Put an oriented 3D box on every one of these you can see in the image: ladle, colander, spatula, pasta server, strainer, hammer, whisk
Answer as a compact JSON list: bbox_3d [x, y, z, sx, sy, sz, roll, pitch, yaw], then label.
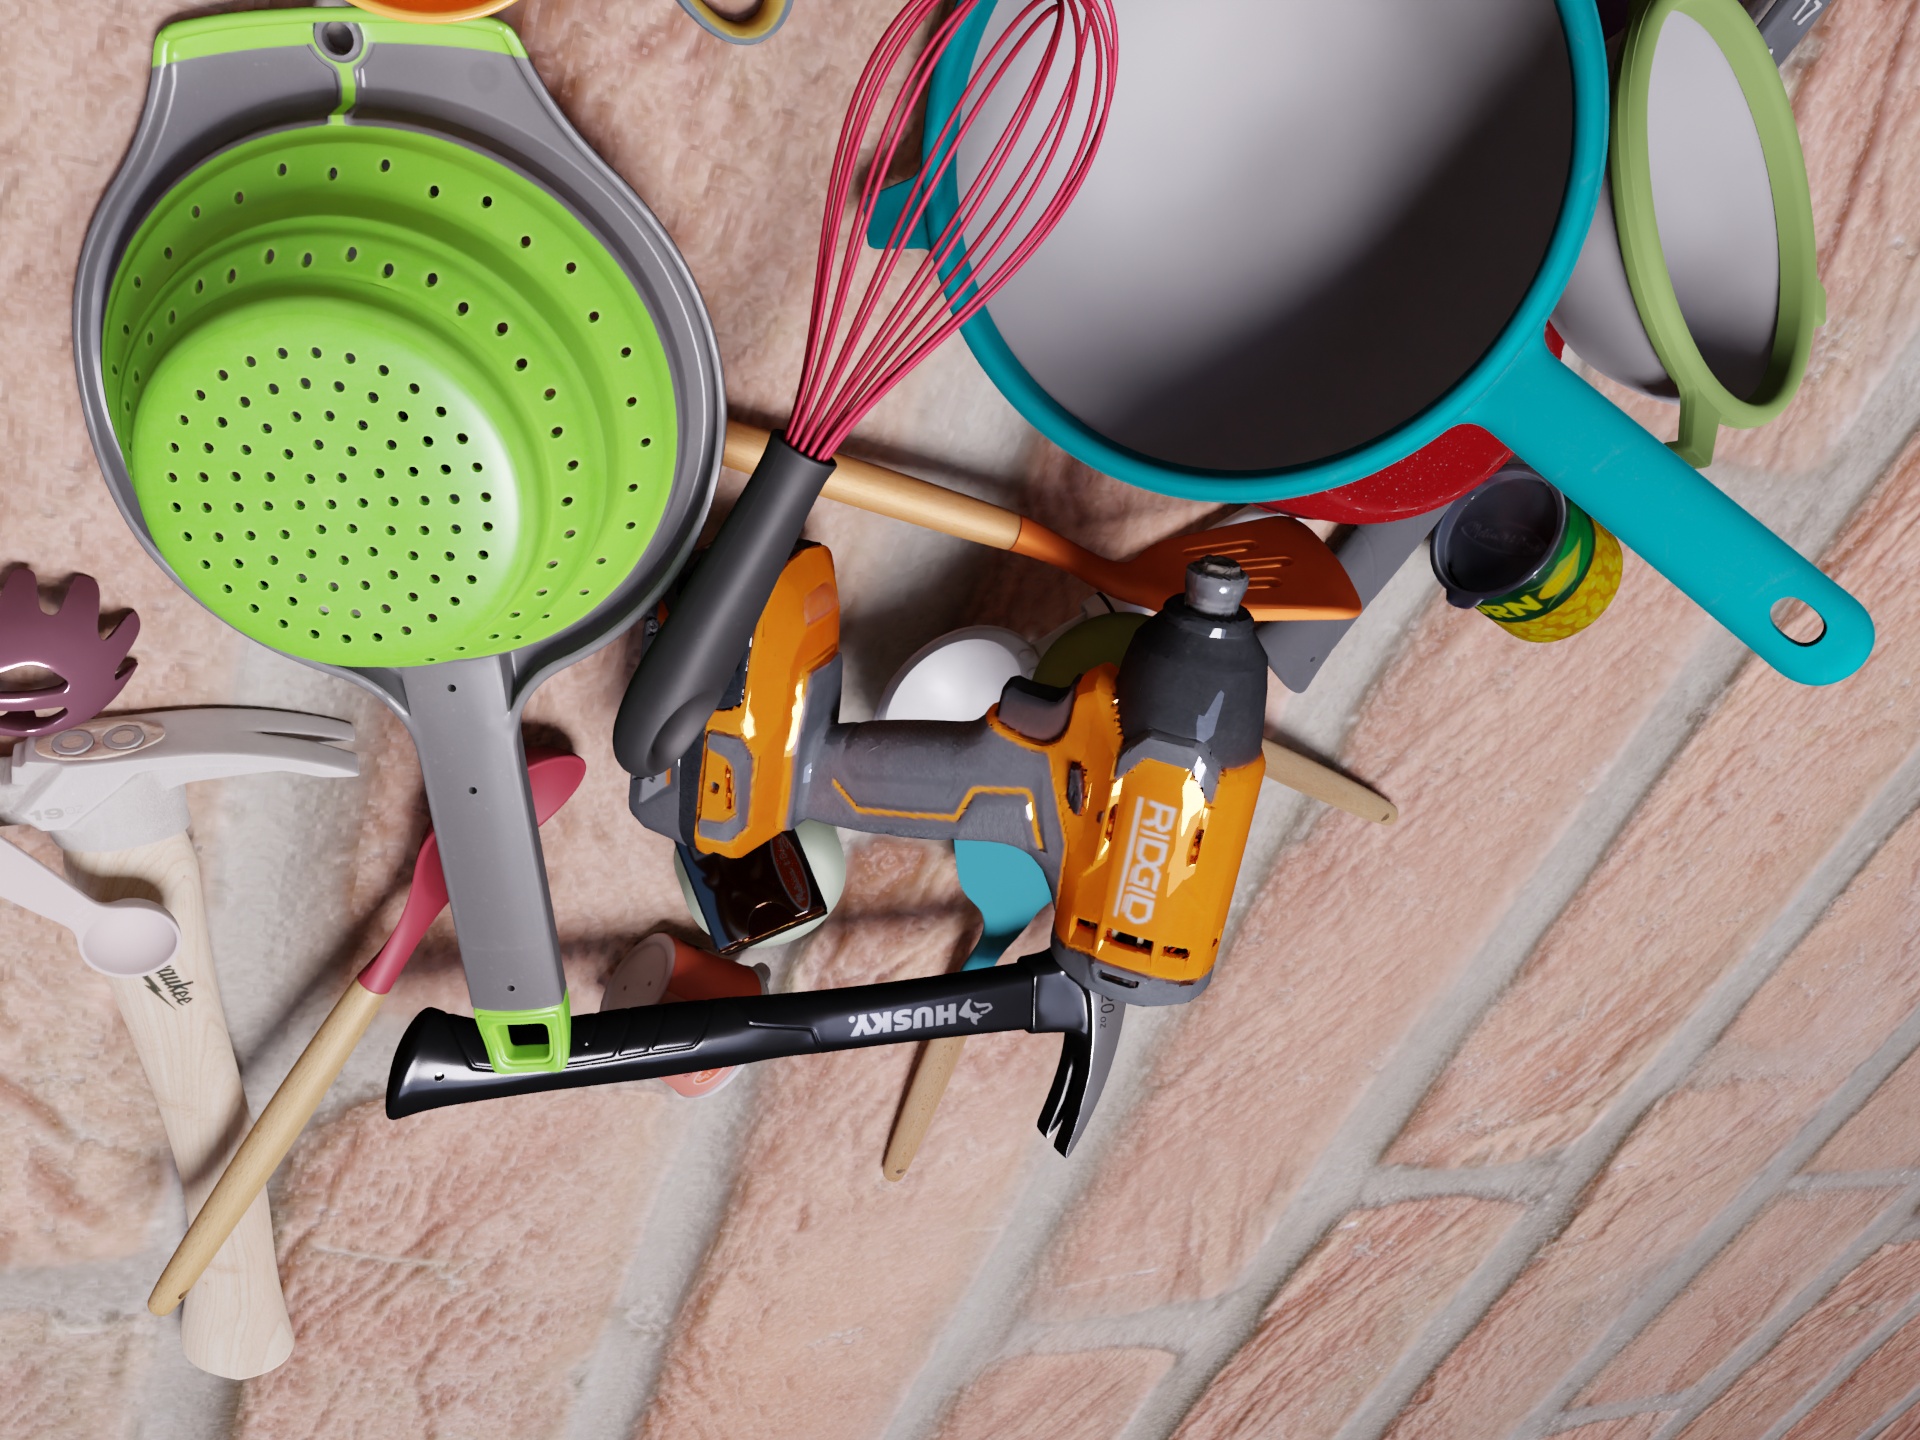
[{"bbox_3d":[-0.258,0.131,0.667,0.315,0.031,0.069,-54,162,10],"label":"ladle"},{"bbox_3d":[-0.175,-0.013,0.519,0.204,0.095,0.396,-2,120,-2],"label":"colander"},{"bbox_3d":[-0.001,0.141,0.833,0.082,0.044,0.317,0,132,-23],"label":"spatula"},{"bbox_3d":[-0.429,-0.020,0.486,0.316,0.040,0.060,1,127,-28],"label":"pasta server"},{"bbox_3d":[0.053,-0.041,0.690,0.258,0.050,0.086,-30,134,-5],"label":"strainer"},{"bbox_3d":[0.146,-0.138,0.511,0.211,0.340,0.095,-51,171,25],"label":"strainer"},{"bbox_3d":[0.156,-0.223,0.594,0.316,0.018,0.059,-26,137,-3],"label":"spatula"},{"bbox_3d":[0.252,-0.171,0.664,0.149,0.036,0.408,9,126,-40],"label":"hammer"},{"bbox_3d":[0.215,-0.216,0.538,0.151,0.069,0.256,-39,111,-38],"label":"strainer"},{"bbox_3d":[-0.080,0.141,0.710,0.334,0.035,0.146,-3,102,-20],"label":"hammer"},{"bbox_3d":[0.137,0.020,0.736,0.078,0.062,0.319,-49,141,17],"label":"ladle"},{"bbox_3d":[-0.041,-0.103,0.501,0.073,0.073,0.295,18,113,-34],"label":"whisk"},{"bbox_3d":[0.002,-0.087,0.606,0.322,0.081,0.041,15,122,-20],"label":"spatula"},{"bbox_3d":[-0.326,0.165,0.703,0.146,0.038,0.410,-7,131,-20],"label":"hammer"}]

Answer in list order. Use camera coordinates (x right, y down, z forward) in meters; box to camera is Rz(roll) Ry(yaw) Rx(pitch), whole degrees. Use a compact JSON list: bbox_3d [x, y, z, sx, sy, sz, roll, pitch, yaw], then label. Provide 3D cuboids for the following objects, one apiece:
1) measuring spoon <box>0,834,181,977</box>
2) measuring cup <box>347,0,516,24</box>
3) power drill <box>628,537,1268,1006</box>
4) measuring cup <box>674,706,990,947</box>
[{"bbox_3d":[-0.334,0.052,0.568,0.034,0.018,0.124,-38,128,5],"label":"measuring spoon"},{"bbox_3d":[-0.166,-0.265,0.403,0.095,0.052,0.173,-33,119,5],"label":"measuring cup"},{"bbox_3d":[-0.001,-0.002,0.585,0.226,0.084,0.164,16,114,13],"label":"power drill"},{"bbox_3d":[-0.051,0.047,0.718,0.167,0.038,0.083,-30,133,6],"label":"measuring cup"}]
